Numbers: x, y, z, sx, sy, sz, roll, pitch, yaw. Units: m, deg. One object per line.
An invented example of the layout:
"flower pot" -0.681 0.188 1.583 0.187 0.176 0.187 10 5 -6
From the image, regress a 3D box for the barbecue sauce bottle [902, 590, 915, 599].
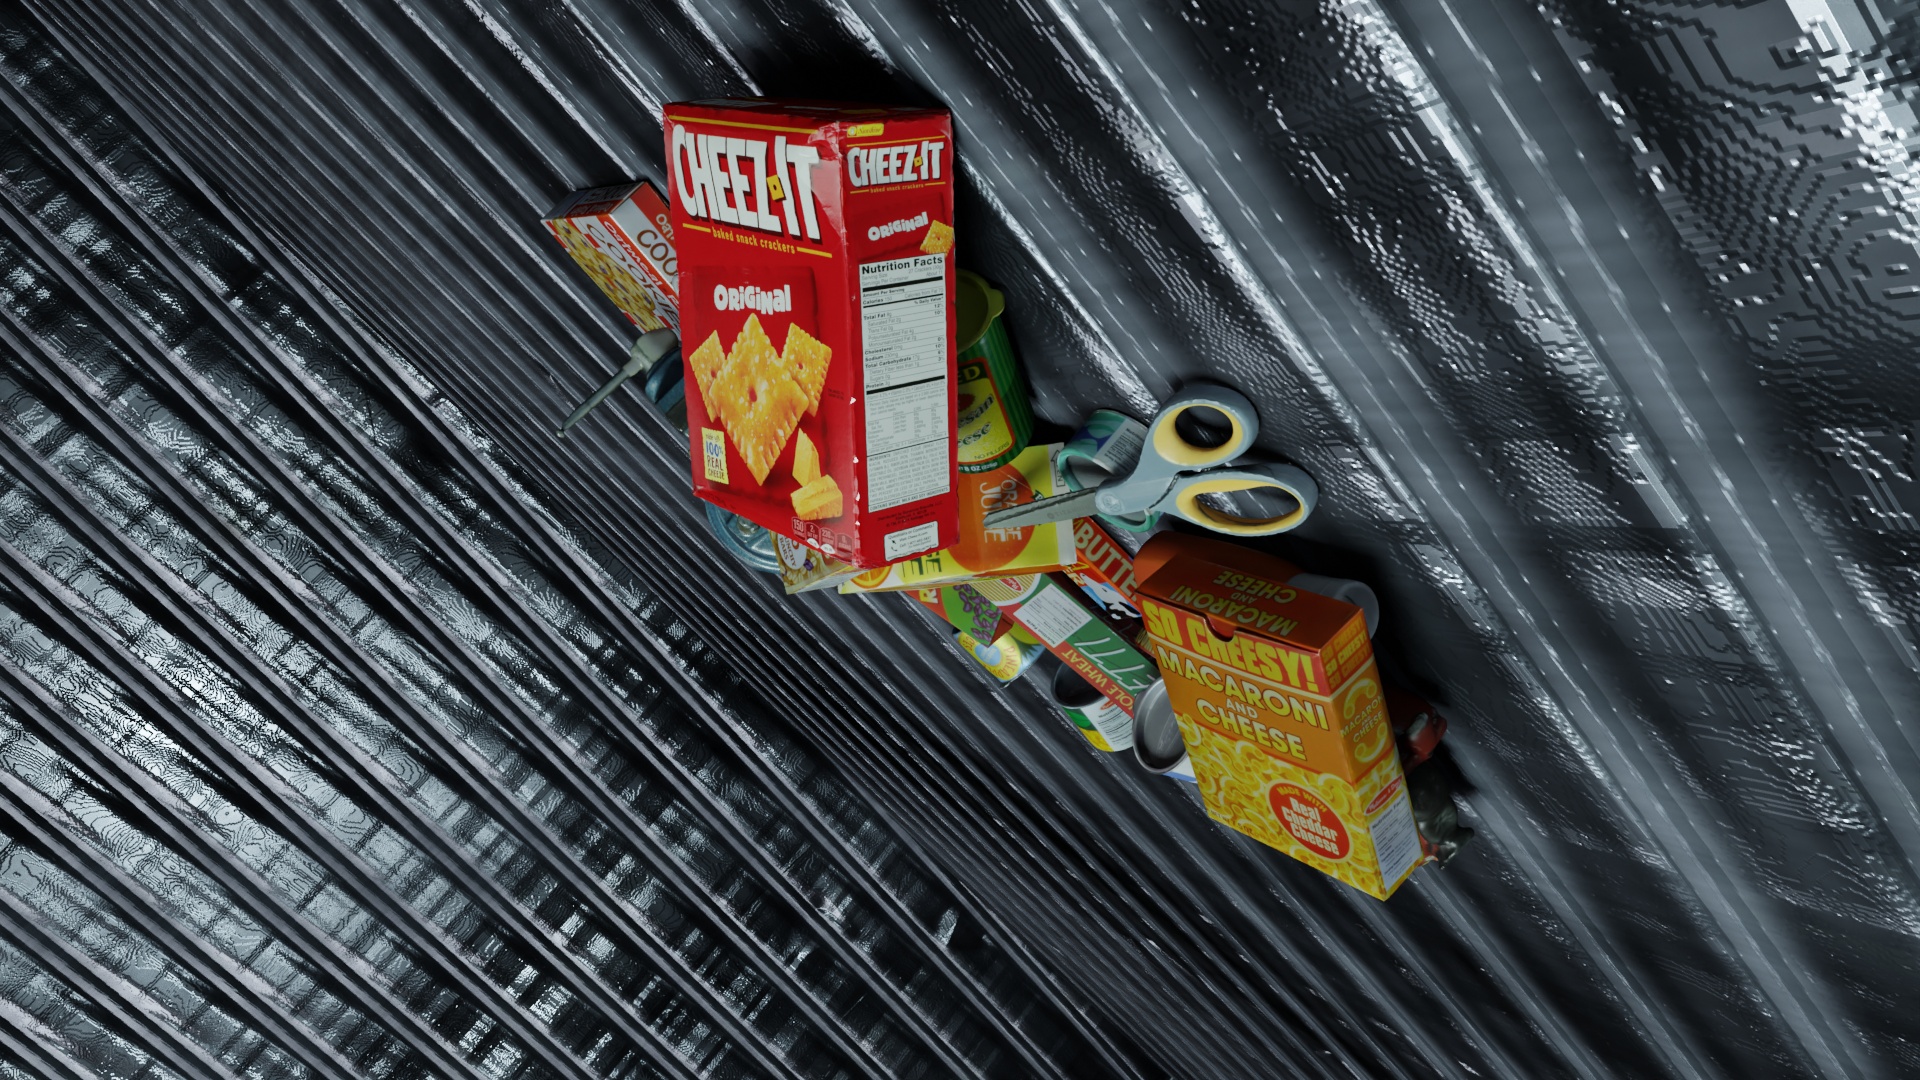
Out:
"barbecue sauce bottle" -0.009 0.025 1.124 0.065 0.044 0.148 38 165 -17

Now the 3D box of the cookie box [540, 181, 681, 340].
"cookie box" -0.236 -0.207 1.041 0.122 0.040 0.167 50 162 -29

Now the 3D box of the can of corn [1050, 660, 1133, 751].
"can of corn" 0.110 0.116 1.053 0.071 0.071 0.058 18 152 53

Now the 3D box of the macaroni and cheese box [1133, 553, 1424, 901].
"macaroni and cheese box" 0.166 0.096 0.726 0.124 0.040 0.165 18 138 50

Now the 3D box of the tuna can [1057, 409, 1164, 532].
"tuna can" 0.087 -0.037 0.764 0.071 0.033 0.071 37 163 14

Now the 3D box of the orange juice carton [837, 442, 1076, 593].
"orange juice carton" 0.003 -0.011 0.860 0.192 0.073 0.072 -10 83 51

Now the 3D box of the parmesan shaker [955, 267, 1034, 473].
"parmesan shaker" 0.002 -0.091 0.763 0.071 0.071 0.102 30 161 32

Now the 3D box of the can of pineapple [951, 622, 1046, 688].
"can of pineapple" 0.034 0.072 1.102 0.058 0.071 0.071 43 163 -8

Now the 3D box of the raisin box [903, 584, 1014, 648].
"raisin box" -0.008 0.009 1.017 0.123 0.040 0.085 33 131 17

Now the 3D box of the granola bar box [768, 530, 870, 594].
"granola bar box" -0.085 -0.061 0.861 0.124 0.039 0.165 -24 80 48

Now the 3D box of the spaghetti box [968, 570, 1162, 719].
"spaghetti box" 0.099 0.074 0.960 0.250 0.029 0.050 40 127 -12

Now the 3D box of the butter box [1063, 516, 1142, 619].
"butter box" 0.083 0.009 0.910 0.103 0.024 0.053 43 164 -8

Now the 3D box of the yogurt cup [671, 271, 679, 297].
"yogurt cup" -0.148 -0.167 0.919 0.072 0.054 0.072 37 163 13

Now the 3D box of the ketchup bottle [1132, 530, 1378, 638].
"ketchup bottle" 0.159 0.031 0.758 0.064 0.044 0.149 53 160 -25

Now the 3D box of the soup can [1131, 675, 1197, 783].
"soup can" 0.164 0.127 0.909 0.084 0.071 0.071 19 175 -29

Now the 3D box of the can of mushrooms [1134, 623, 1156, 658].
"can of mushrooms" 0.142 0.064 0.863 0.071 0.033 0.071 30 -176 -2
